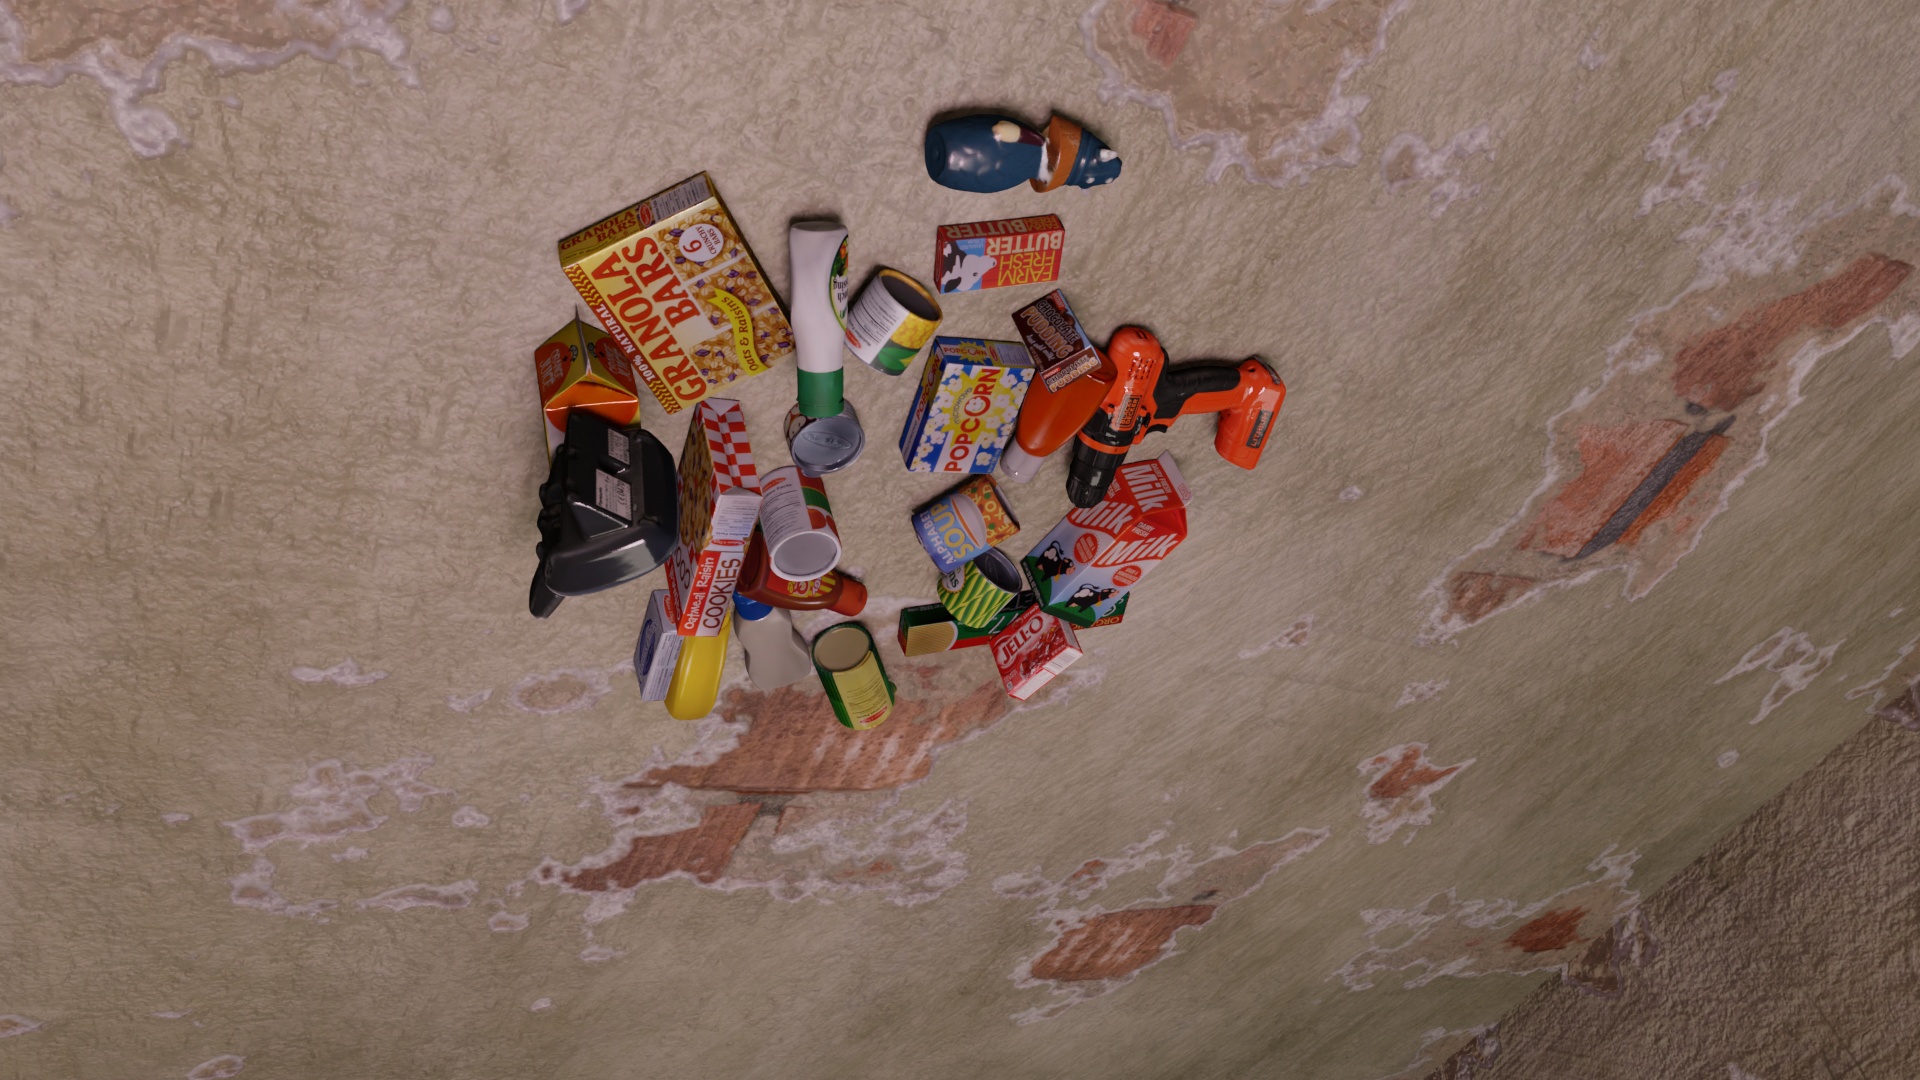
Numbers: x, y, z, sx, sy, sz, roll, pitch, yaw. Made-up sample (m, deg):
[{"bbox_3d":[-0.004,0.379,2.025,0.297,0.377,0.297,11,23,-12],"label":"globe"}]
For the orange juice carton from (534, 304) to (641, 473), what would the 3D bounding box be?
[{"bbox_3d":[-0.293,-0.090,1.104,0.073,0.072,0.191,-8,137,-16],"label":"orange juice carton"}]

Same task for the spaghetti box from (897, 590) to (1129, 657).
[{"bbox_3d":[0.059,0.080,1.471,0.251,0.029,0.049,-8,137,-16],"label":"spaghetti box"}]

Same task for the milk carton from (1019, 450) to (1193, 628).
[{"bbox_3d":[0.155,-0.004,1.390,0.073,0.072,0.190,22,123,-39],"label":"milk carton"}]

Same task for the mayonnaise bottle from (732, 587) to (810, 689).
[{"bbox_3d":[-0.191,0.087,1.362,0.065,0.041,0.147,-17,138,-5],"label":"mayonnaise bottle"}]

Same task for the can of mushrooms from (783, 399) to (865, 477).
[{"bbox_3d":[-0.120,-0.091,1.208,0.071,0.033,0.070,-13,138,-12],"label":"can of mushrooms"}]

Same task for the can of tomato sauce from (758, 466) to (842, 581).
[{"bbox_3d":[-0.145,-0.014,1.241,0.071,0.083,0.070,-12,138,-11],"label":"can of tomato sauce"}]

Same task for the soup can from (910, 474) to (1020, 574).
[{"bbox_3d":[0.005,-0.016,1.313,0.083,0.071,0.071,-31,138,9],"label":"soup can"}]

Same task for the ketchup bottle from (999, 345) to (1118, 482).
[{"bbox_3d":[0.081,-0.113,1.254,0.044,0.065,0.148,-45,171,-48],"label":"ketchup bottle"}]

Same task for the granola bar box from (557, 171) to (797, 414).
[{"bbox_3d":[-0.210,-0.185,1.063,0.124,0.039,0.165,-25,139,2],"label":"granola bar box"}]

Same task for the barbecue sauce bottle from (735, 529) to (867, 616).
[{"bbox_3d":[-0.149,0.038,1.315,0.043,0.065,0.148,-13,157,34],"label":"barbecue sauce bottle"}]

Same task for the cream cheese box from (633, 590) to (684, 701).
[{"bbox_3d":[-0.288,0.101,1.325,0.024,0.053,0.103,1,134,-27],"label":"cream cheese box"}]

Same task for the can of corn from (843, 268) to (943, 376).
[{"bbox_3d":[-0.055,-0.177,1.121,0.071,0.071,0.058,18,125,-37],"label":"can of corn"}]

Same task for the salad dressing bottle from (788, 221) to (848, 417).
[{"bbox_3d":[-0.109,-0.170,1.079,0.044,0.064,0.147,4,113,6],"label":"salad dressing bottle"}]

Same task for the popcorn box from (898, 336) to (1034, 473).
[{"bbox_3d":[0.004,-0.117,1.229,0.085,0.038,0.126,1,134,-24],"label":"popcorn box"}]

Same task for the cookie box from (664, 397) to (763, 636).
[{"bbox_3d":[-0.213,-0.018,1.177,0.040,0.123,0.166,4,133,-25],"label":"cookie box"}]

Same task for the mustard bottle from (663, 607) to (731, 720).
[{"bbox_3d":[-0.250,0.101,1.335,0.049,0.065,0.159,0,131,-28],"label":"mustard bottle"}]

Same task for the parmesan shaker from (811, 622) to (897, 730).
[{"bbox_3d":[-0.108,0.139,1.435,0.071,0.071,0.102,-19,138,-4],"label":"parmesan shaker"}]

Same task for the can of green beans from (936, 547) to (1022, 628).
[{"bbox_3d":[0.019,0.045,1.387,0.071,0.071,0.057,21,124,-38],"label":"can of green beans"}]

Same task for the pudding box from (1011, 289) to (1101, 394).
[{"bbox_3d":[0.081,-0.169,1.173,0.049,0.084,0.030,-27,138,7],"label":"pudding box"}]

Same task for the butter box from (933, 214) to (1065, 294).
[{"bbox_3d":[0.031,-0.232,1.129,0.104,0.024,0.052,-9,138,-14],"label":"butter box"}]
